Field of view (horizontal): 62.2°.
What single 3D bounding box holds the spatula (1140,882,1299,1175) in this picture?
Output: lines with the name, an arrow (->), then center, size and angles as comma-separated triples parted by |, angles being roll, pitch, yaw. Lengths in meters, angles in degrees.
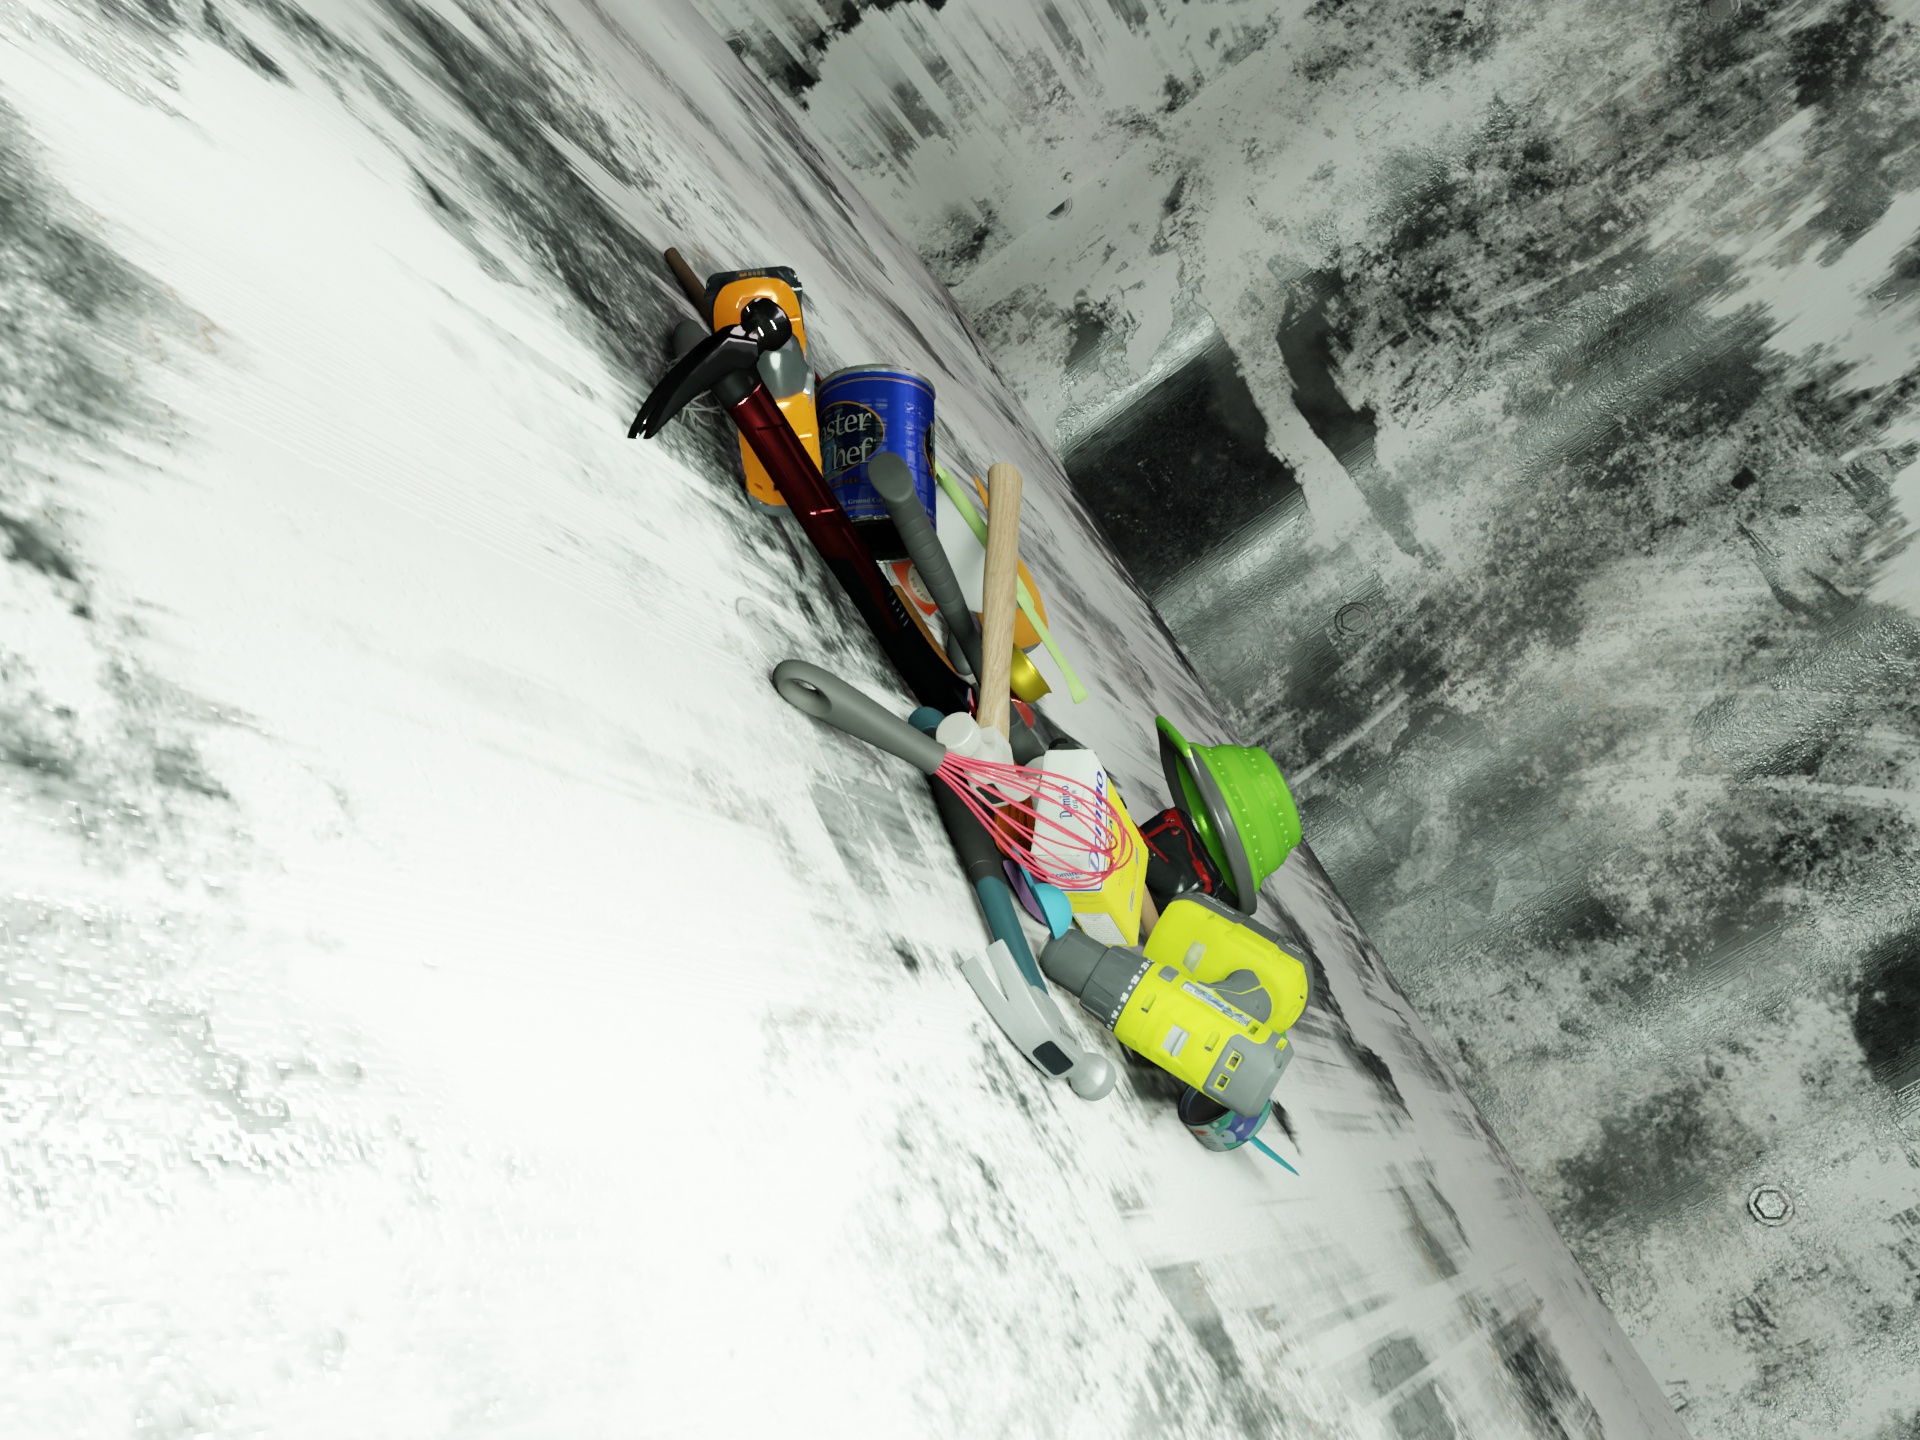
spatula -> 0.203, 0.251, 1.366 | 0.082, 0.044, 0.318 | 40, 24, -41

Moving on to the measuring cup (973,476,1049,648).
measuring cup -> 0.030, -0.149, 1.552 | 0.173, 0.052, 0.095 | 66, 16, -6

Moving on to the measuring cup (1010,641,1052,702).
measuring cup -> 0.058, -0.046, 1.524 | 0.062, 0.029, 0.156 | 52, 4, -2

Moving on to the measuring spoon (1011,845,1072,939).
measuring spoon -> 0.060, 0.119, 1.177 | 0.129, 0.021, 0.042 | -118, -173, -67

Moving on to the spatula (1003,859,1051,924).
spatula -> 0.101, 0.149, 1.348 | 0.060, 0.018, 0.315 | 62, 16, 17

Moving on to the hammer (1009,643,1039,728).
hammer -> 0.039, -0.079, 1.658 | 0.149, 0.036, 0.359 | 50, 13, -17

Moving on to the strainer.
strainer -> 0.024, -0.106, 1.417 | 0.257, 0.069, 0.151 | 59, 3, 23

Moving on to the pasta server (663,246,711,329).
pasta server -> -0.184, -0.321, 1.481 | 0.316, 0.040, 0.060 | 56, 1, 11

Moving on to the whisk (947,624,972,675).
whisk -> -0.010, -0.134, 1.594 | 0.070, 0.070, 0.285 | 46, 21, -33

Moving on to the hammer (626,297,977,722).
hammer -> -0.096, -0.116, 1.201 | 0.038, 0.143, 0.385 | 13, -35, 47

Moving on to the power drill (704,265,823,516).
power drill -> -0.155, -0.285, 1.274 | 0.227, 0.084, 0.164 | -108, -168, -53

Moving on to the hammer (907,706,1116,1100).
hammer -> 0.019, 0.110, 1.125 | 0.128, 0.033, 0.331 | 44, 17, -42

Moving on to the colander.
colander -> 0.314, 0.164, 1.660 | 0.205, 0.094, 0.396 | -119, -172, -69

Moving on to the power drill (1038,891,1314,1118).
power drill -> 0.171, 0.201, 1.208 | 0.191, 0.080, 0.228 | 30, 16, 17

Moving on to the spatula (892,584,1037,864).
spatula -> -0.002, -0.004, 1.365 | 0.080, 0.041, 0.323 | 39, 16, -51

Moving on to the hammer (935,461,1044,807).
hammer -> 0.031, -0.076, 1.261 | 0.129, 0.031, 0.332 | 52, 32, -45

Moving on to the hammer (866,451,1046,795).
hammer -> -0.003, -0.086, 1.324 | 0.146, 0.035, 0.334 | 57, -4, 49

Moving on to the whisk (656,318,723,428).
whisk -> -0.215, -0.285, 1.269 | 0.055, 0.055, 0.239 | 48, 11, -27

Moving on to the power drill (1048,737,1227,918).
power drill -> 0.160, 0.106, 1.545 | 0.219, 0.078, 0.143 | 37, 21, -45

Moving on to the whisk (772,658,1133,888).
whisk -> -0.001, 0.036, 1.081 | 0.295, 0.073, 0.073 | 30, 22, -22
